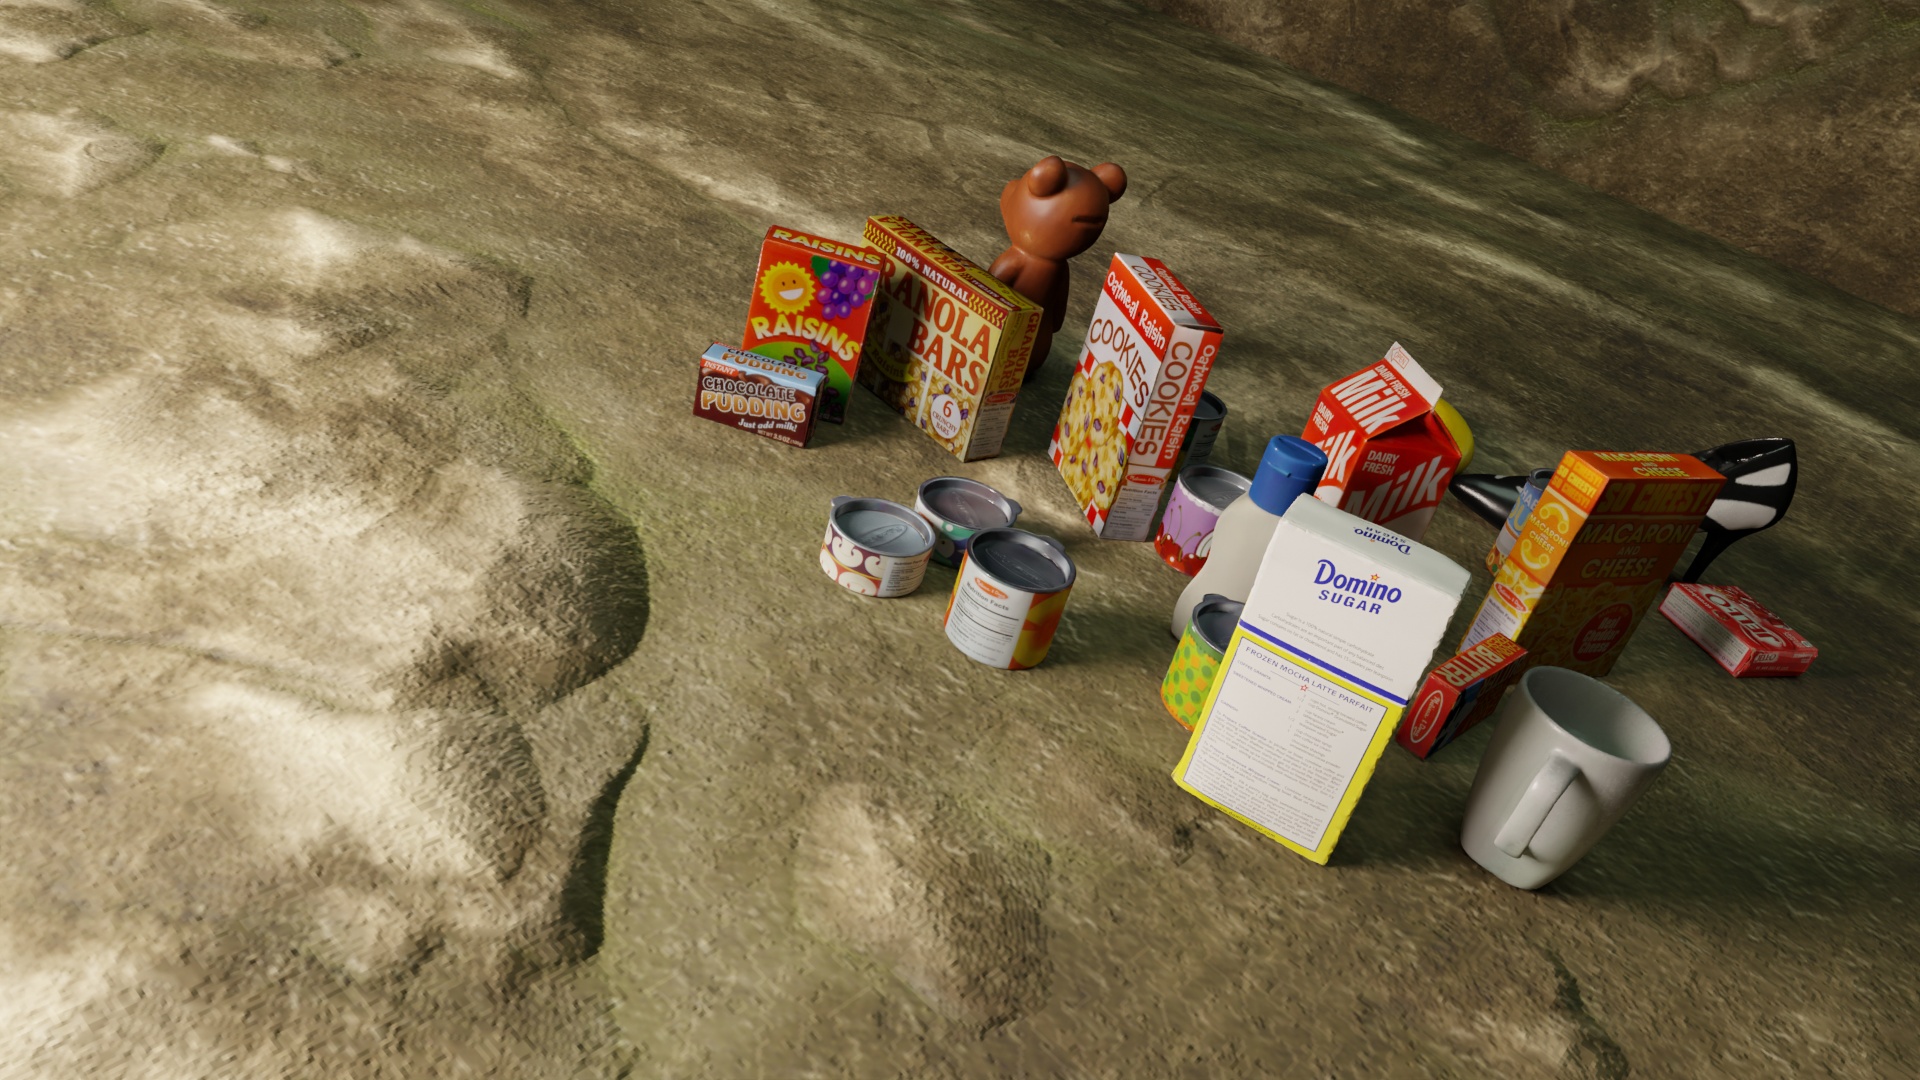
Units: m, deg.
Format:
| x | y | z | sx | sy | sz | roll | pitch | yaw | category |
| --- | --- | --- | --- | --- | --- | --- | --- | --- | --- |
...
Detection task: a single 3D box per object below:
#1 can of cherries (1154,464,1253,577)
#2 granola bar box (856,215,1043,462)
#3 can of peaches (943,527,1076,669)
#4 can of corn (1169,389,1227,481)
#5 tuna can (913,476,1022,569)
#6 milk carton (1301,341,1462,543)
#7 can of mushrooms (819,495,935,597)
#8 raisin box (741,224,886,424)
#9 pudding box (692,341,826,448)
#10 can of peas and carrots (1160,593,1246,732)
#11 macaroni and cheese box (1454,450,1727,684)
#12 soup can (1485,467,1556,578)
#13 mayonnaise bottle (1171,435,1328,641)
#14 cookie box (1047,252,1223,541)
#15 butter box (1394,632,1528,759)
| x | y | z | sx | sy | sz | roll | pitch | yaw | category |
| --- | --- | --- | --- | --- | --- | --- | --- | --- | --- |
| 0.176 | -0.011 | 0.967 | 0.071 | 0.058 | 0.072 | 13 | 30 | -7 | can of cherries |
| -0.022 | -0.153 | 1.038 | 0.039 | 0.123 | 0.166 | -13 | 41 | -42 | granola bar box |
| 0.030 | 0.033 | 0.817 | 0.071 | 0.057 | 0.071 | 13 | 30 | -7 | can of peaches |
| 0.167 | -0.088 | 1.093 | 0.071 | 0.058 | 0.071 | 13 | 30 | -7 | can of corn |
| 0.003 | -0.011 | 0.904 | 0.071 | 0.032 | 0.071 | 13 | 30 | -7 | tuna can |
| 0.261 | -0.031 | 0.912 | 0.073 | 0.189 | 0.072 | 8 | 31 | -17 | milk carton |
| -0.053 | 0.003 | 0.850 | 0.071 | 0.033 | 0.071 | 13 | 30 | -7 | can of mushrooms |
| -0.109 | -0.154 | 0.996 | 0.086 | 0.122 | 0.040 | 15 | 29 | -5 | raisin box |
| -0.140 | -0.102 | 0.965 | 0.084 | 0.049 | 0.030 | 17 | 29 | 0 | pudding box |
| 0.155 | 0.075 | 0.811 | 0.071 | 0.058 | 0.071 | 13 | 30 | -7 | can of peas and carrots |
| 0.422 | 0.019 | 0.936 | 0.124 | 0.165 | 0.040 | -1 | 34 | -29 | macaroni and cheese box |
| 0.453 | -0.005 | 1.076 | 0.071 | 0.083 | 0.072 | 13 | 30 | -7 | soup can |
| 0.180 | 0.008 | 0.847 | 0.065 | 0.147 | 0.041 | 32 | 33 | 25 | mayonnaise bottle |
| 0.120 | -0.102 | 0.983 | 0.040 | 0.166 | 0.123 | 6 | 31 | -20 | cookie box |
| 0.312 | 0.095 | 0.864 | 0.104 | 0.052 | 0.024 | -16 | 43 | -44 | butter box |
